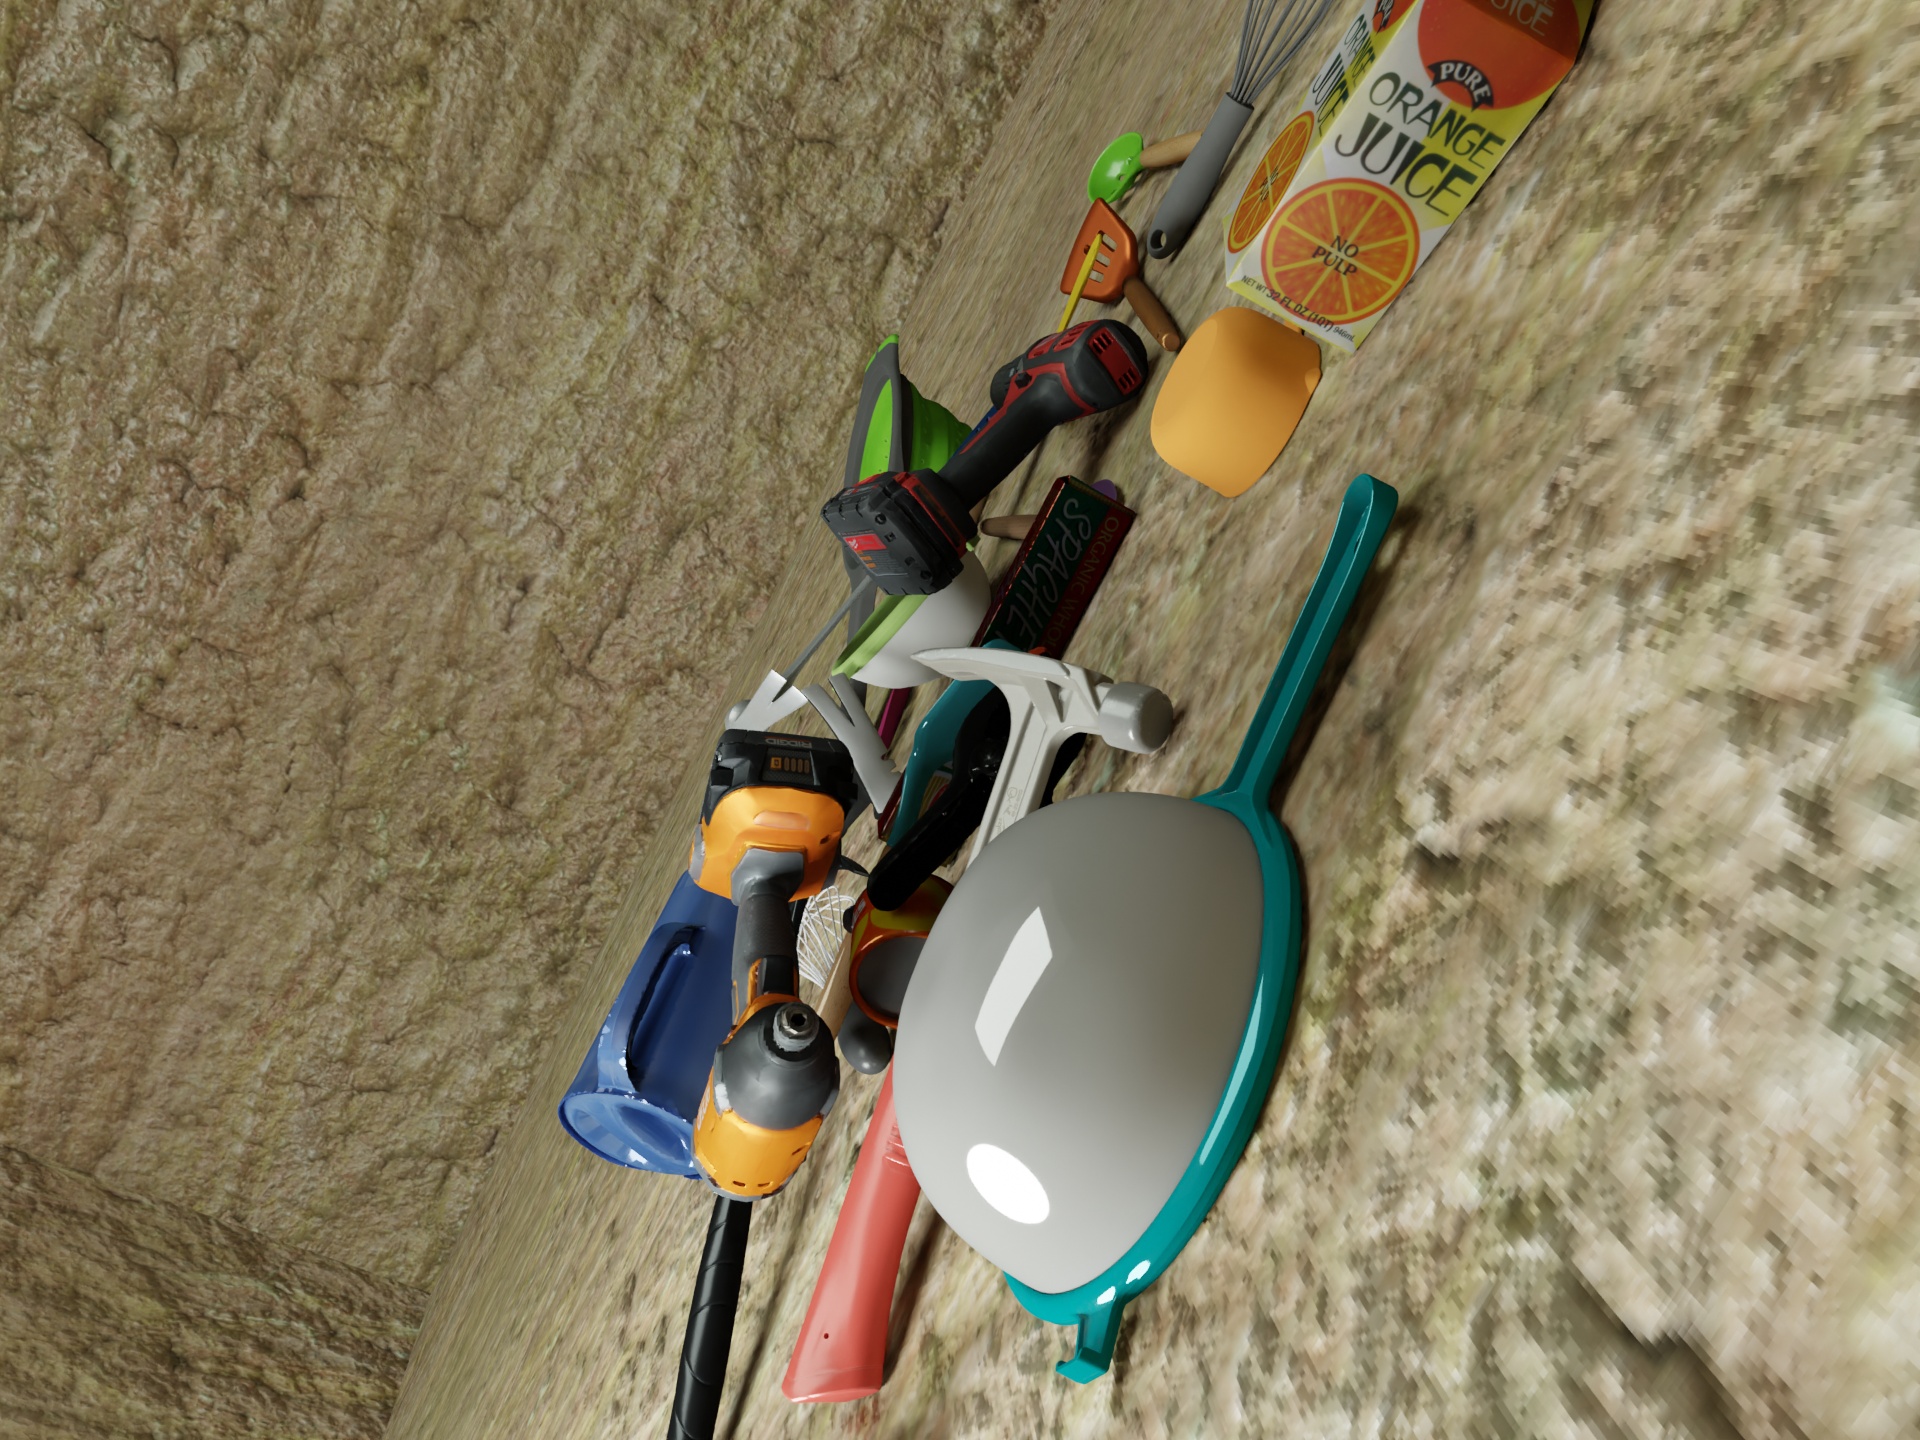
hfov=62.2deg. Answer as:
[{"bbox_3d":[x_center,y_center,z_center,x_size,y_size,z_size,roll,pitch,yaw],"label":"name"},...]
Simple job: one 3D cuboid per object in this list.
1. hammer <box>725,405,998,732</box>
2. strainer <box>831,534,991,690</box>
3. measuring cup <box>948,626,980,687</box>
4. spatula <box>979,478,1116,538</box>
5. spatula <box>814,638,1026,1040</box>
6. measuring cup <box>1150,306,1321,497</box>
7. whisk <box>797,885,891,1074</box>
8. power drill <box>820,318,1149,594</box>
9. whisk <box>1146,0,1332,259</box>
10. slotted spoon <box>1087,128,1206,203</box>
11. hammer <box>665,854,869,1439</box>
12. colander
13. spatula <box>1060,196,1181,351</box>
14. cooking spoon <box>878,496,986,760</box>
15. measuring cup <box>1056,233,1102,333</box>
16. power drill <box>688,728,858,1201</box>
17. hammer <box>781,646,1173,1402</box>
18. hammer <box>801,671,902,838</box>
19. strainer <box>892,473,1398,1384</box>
[{"bbox_3d":[-0.039,-0.147,1.243,0.405,0.035,0.144,-52,9,-16],"label":"hammer"},{"bbox_3d":[-0.027,-0.078,1.241,0.151,0.069,0.256,-49,7,5],"label":"strainer"},{"bbox_3d":[-0.002,-0.003,1.059,0.167,0.038,0.083,-51,19,40],"label":"measuring cup"},{"bbox_3d":[0.056,-0.140,1.132,0.060,0.018,0.316,-64,14,0],"label":"spatula"},{"bbox_3d":[-0.038,0.102,0.919,0.082,0.044,0.317,34,-103,-58],"label":"spatula"},{"bbox_3d":[0.145,-0.199,0.808,0.095,0.052,0.174,-35,34,65],"label":"measuring cup"},{"bbox_3d":[-0.083,0.165,1.042,0.070,0.070,0.285,-64,17,5],"label":"whisk"},{"bbox_3d":[0.012,-0.189,1.113,0.227,0.080,0.188,-44,18,-13],"label":"power drill"},{"bbox_3d":[0.186,-0.422,1.082,0.055,0.055,0.238,-83,19,-54],"label":"whisk"},{"bbox_3d":[0.160,-0.460,1.301,0.070,0.031,0.314,-63,15,9],"label":"slotted spoon"},{"bbox_3d":[-0.128,0.265,0.952,0.149,0.036,0.409,-33,43,54],"label":"hammer"},{"bbox_3d":[-0.049,-0.142,1.446,0.204,0.094,0.397,164,112,-73],"label":"colander"},{"bbox_3d":[0.119,-0.314,1.155,0.323,0.041,0.081,-96,27,-64],"label":"spatula"},{"bbox_3d":[-0.027,-0.086,1.360,0.068,0.017,0.319,120,171,-70],"label":"cooking spoon"},{"bbox_3d":[0.090,-0.294,1.202,0.062,0.029,0.156,-89,15,-46],"label":"measuring cup"},{"bbox_3d":[-0.099,0.118,0.844,0.164,0.084,0.227,114,157,-51],"label":"power drill"},{"bbox_3d":[-0.016,0.139,0.753,0.149,0.036,0.359,12,80,41],"label":"hammer"},{"bbox_3d":[-0.107,0.075,1.229,0.034,0.127,0.336,-26,-9,-23],"label":"hammer"},{"bbox_3d":[0.058,0.050,0.600,0.340,0.095,0.211,-66,13,2],"label":"strainer"}]
